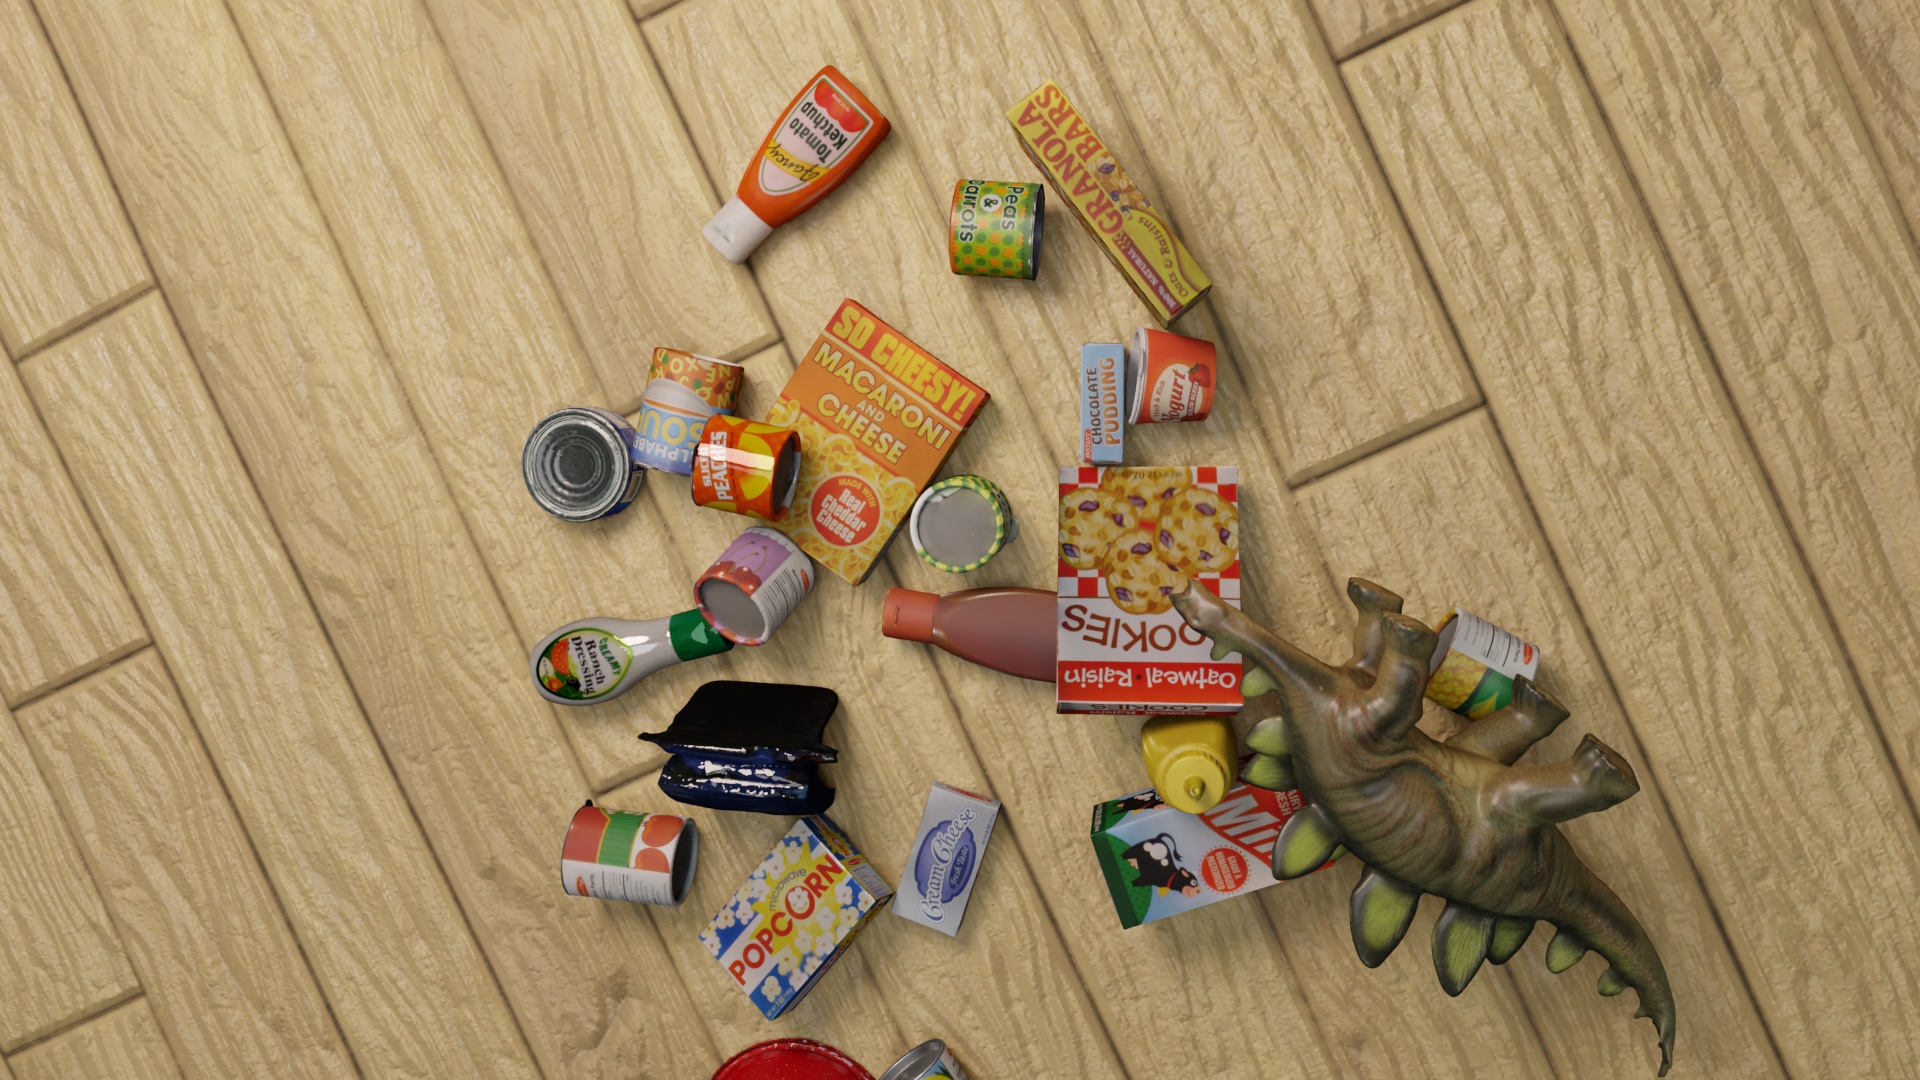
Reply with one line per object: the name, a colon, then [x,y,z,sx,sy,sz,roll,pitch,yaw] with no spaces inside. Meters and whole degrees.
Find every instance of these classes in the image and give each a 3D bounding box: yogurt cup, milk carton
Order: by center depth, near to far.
yogurt cup: [0.144,-0.111,0.951,0.054,0.072,0.072,4,96,-1]
milk carton: [0.192,0.199,0.968,0.190,0.072,0.073,-20,93,8]

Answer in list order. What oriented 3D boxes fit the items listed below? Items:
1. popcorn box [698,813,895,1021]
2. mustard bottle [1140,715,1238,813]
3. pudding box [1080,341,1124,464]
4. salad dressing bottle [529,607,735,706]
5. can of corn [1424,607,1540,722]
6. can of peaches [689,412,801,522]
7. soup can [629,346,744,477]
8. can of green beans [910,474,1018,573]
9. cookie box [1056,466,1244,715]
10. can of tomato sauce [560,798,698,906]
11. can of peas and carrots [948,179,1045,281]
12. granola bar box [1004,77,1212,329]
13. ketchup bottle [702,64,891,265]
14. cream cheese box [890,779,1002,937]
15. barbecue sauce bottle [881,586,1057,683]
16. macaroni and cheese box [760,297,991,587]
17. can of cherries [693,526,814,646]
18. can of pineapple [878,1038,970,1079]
popcorn box: [-0.121,0.276,1.023,0.085,0.038,0.126,43,99,19]
mustard bottle: [0.153,0.149,0.924,0.065,0.160,0.048,-16,95,10]
pudding box: [0.098,-0.096,0.965,0.030,0.050,0.083,1,95,6]
salad dressing bottle: [-0.242,0.081,1.028,0.147,0.044,0.064,-15,92,8]
can of corn: [0.347,0.089,0.942,0.058,0.071,0.071,28,98,5]
can of peaches: [-0.146,-0.049,0.950,0.058,0.071,0.071,12,97,7]
soup can: [-0.196,-0.091,0.992,0.071,0.071,0.083,14,97,6]
can of green beans: [0.001,-0.012,0.981,0.071,0.058,0.071,1,96,7]
cookie box: [0.127,0.034,0.947,0.123,0.040,0.168,0,73,5]
can of tomato sauce: [-0.244,0.233,1.032,0.083,0.071,0.071,5,96,7]
can of peas and carrots: [0.025,-0.214,0.953,0.059,0.071,0.071,5,96,8]
granola bar box: [0.100,-0.217,0.916,0.039,0.124,0.165,-38,90,9]
ketchup bottle: [-0.120,-0.260,0.982,0.065,0.043,0.148,45,99,1]
cream cheese box: [-0.011,0.233,1.022,0.053,0.024,0.103,19,97,7]
barbecue sauce bottle: [0.020,0.062,0.993,0.148,0.043,0.065,8,90,7]
macaroni and cheese box: [-0.075,-0.071,0.994,0.124,0.040,0.166,35,99,4]
can of cherries: [-0.149,0.033,0.991,0.071,0.059,0.071,19,136,20]
can of pineapple: [-0.025,0.412,1.018,0.071,0.071,0.058,-35,91,9]
